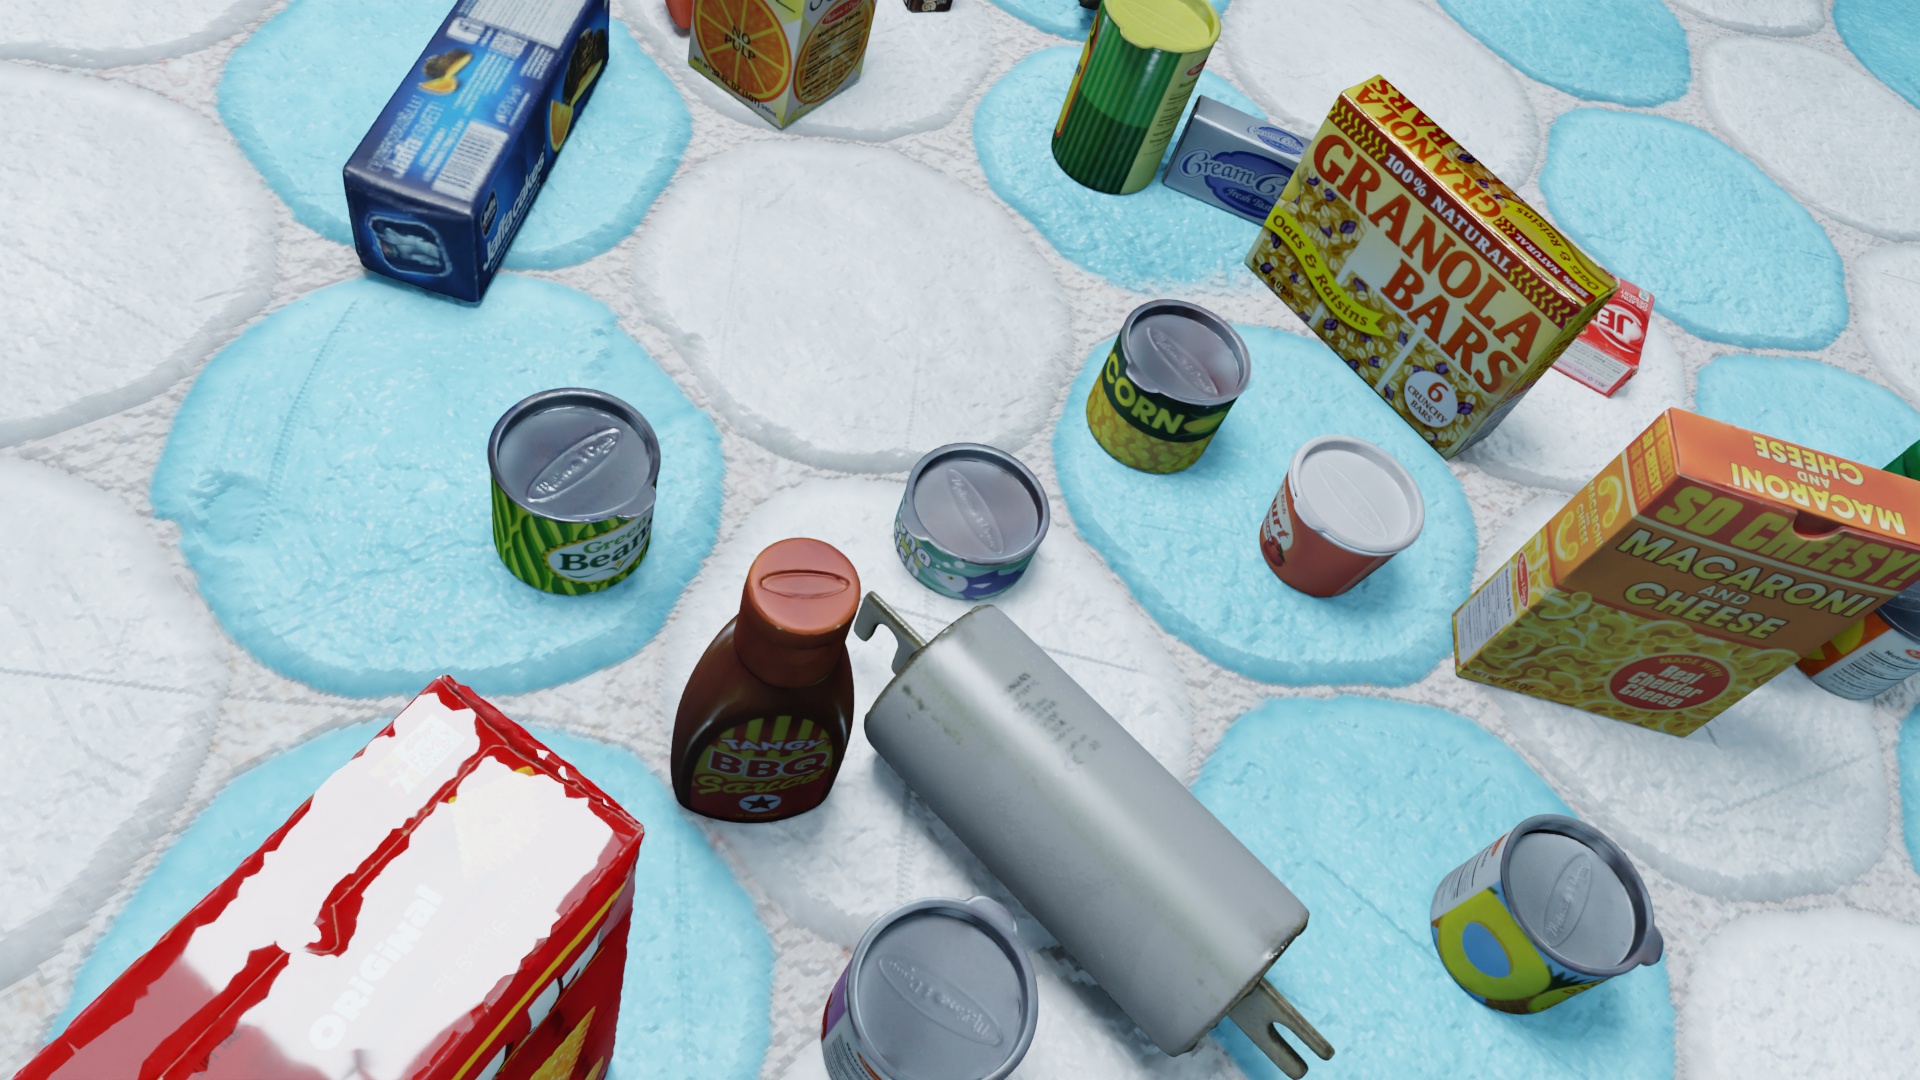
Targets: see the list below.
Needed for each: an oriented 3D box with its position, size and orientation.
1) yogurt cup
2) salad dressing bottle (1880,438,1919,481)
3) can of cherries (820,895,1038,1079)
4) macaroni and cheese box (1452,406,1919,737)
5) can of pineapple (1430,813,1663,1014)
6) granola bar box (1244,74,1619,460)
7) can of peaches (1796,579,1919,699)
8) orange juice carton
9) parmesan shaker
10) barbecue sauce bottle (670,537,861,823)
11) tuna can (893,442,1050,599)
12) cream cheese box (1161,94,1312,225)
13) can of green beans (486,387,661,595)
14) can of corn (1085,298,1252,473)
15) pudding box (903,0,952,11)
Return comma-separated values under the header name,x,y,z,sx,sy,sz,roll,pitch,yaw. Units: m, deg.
name,x,y,z,sx,sy,sz,roll,pitch,yaw
yogurt cup,0.179,-0.009,0.665,0.072,0.053,0.073,8,55,-11
salad dressing bottle,0.422,0.006,0.669,0.044,0.146,0.064,14,54,-7
can of cherries,-0.010,0.165,0.487,0.071,0.058,0.072,8,55,-11
macaroni and cheese box,0.318,0.022,0.616,0.124,0.165,0.040,15,54,-6
can of pineapple,0.237,0.155,0.567,0.071,0.057,0.071,8,55,-11
granola bar box,0.239,-0.141,0.730,0.039,0.123,0.166,-29,69,-31
can of peaches,0.469,0.039,0.716,0.071,0.057,0.071,8,55,-11
orange juice carton,-0.083,-0.318,0.714,0.072,0.191,0.073,37,55,10
parmesan shaker,0.094,-0.252,0.777,0.071,0.102,0.071,8,55,-11
barbecue sauce bottle,-0.066,0.053,0.491,0.065,0.147,0.044,2,56,-15
tuna can,0.002,-0.008,0.625,0.071,0.032,0.071,8,55,-11
cream cheese box,0.174,-0.213,0.804,0.104,0.053,0.024,23,53,-1
can of green beans,-0.158,-0.019,0.570,0.071,0.057,0.071,8,55,-11
can of corn,0.099,-0.074,0.684,0.071,0.058,0.071,8,55,-11
pudding box,-0.027,-0.373,0.857,0.030,0.049,0.084,-9,60,-22
